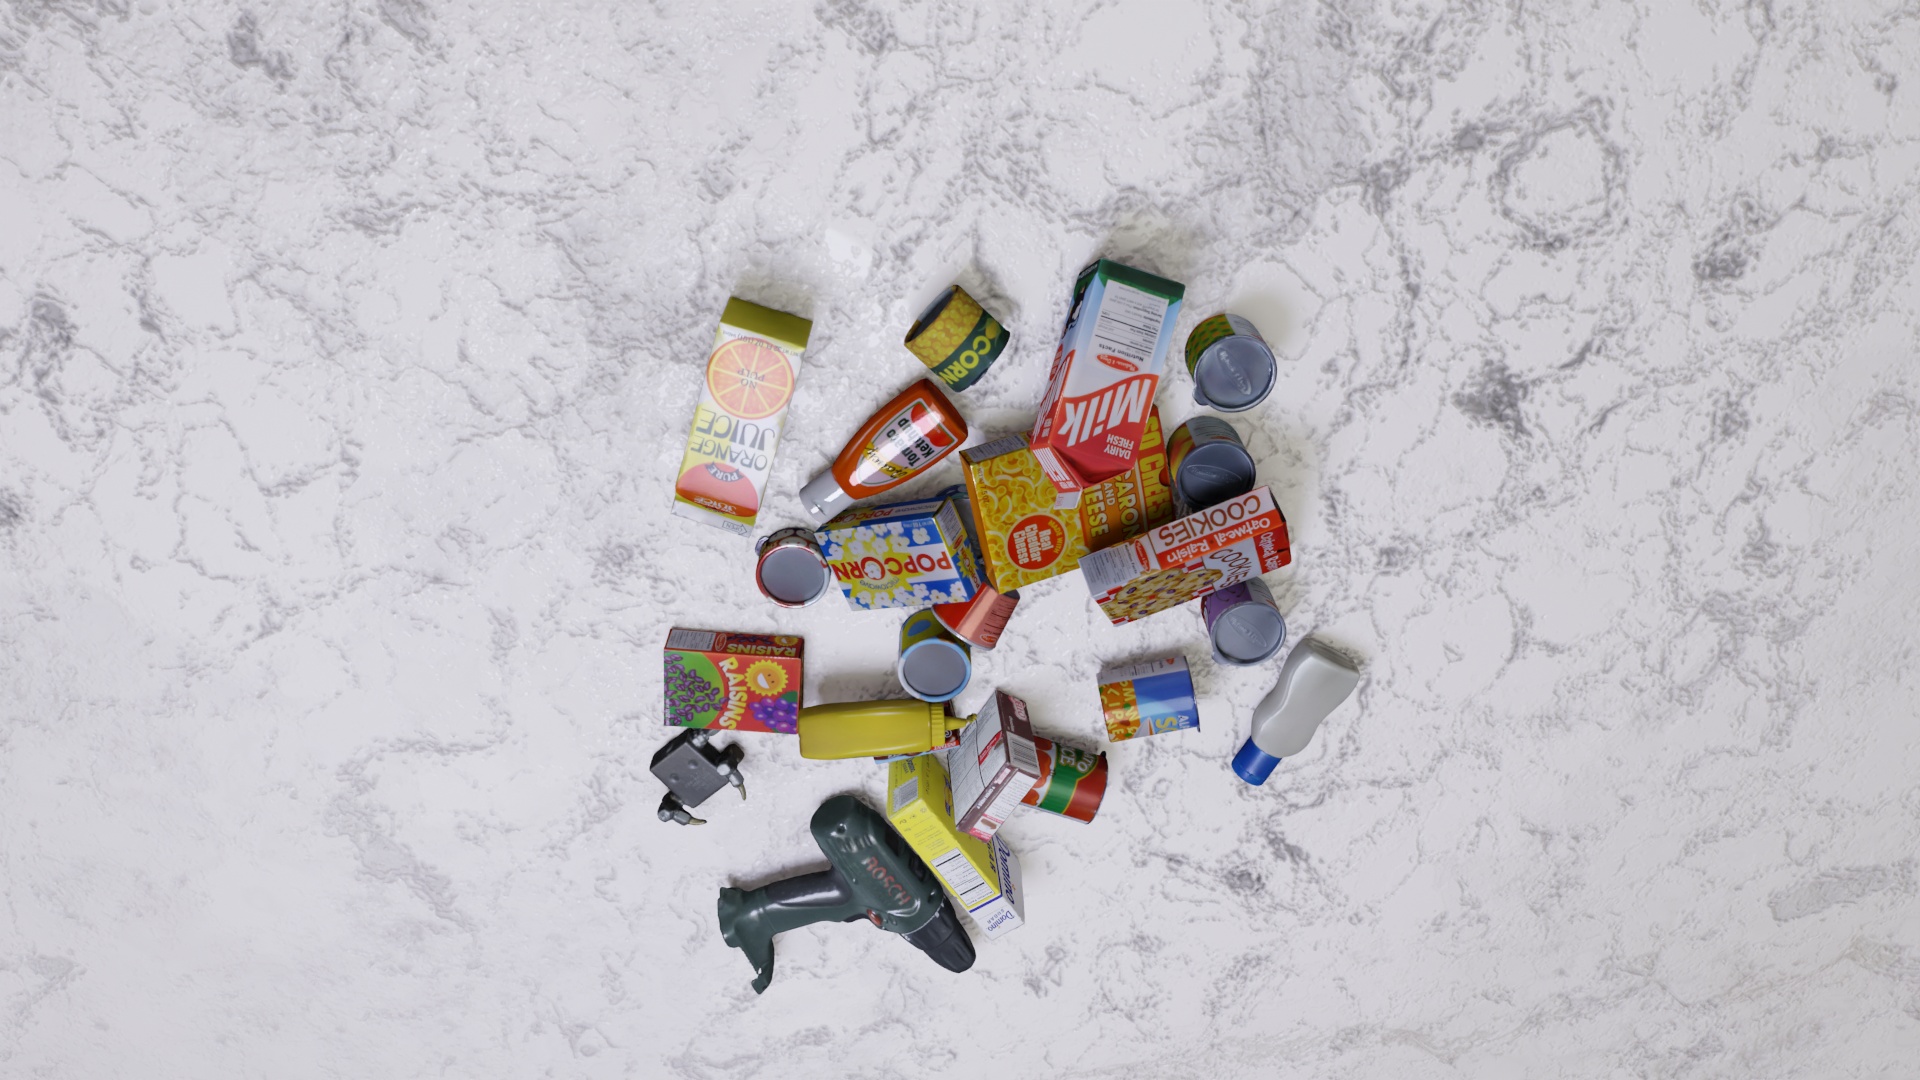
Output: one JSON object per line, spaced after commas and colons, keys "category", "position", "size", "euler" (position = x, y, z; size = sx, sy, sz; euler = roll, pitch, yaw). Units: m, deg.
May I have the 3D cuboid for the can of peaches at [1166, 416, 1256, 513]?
{"category": "can of peaches", "position": [0.209, -0.062, 1.169], "size": [0.071, 0.058, 0.071], "euler": [-1, 117, -1]}

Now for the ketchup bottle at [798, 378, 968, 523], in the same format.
{"category": "ketchup bottle", "position": [-0.068, -0.070, 1.167], "size": [0.148, 0.044, 0.064], "euler": [-35, 111, 15]}

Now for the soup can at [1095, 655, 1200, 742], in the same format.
{"category": "soup can", "position": [0.171, 0.147, 1.264], "size": [0.084, 0.071, 0.071], "euler": [-12, 116, 5]}

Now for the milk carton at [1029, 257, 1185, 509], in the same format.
{"category": "milk carton", "position": [0.108, -0.116, 1.091], "size": [0.073, 0.072, 0.190], "euler": [17, 87, -9]}

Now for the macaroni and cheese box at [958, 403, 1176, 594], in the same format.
{"category": "macaroni and cheese box", "position": [0.094, -0.038, 1.167], "size": [0.167, 0.040, 0.123], "euler": [-17, 116, -8]}

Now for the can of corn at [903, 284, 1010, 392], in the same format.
{"category": "can of corn", "position": [-0.004, -0.160, 1.109], "size": [0.058, 0.071, 0.071], "euler": [41, 109, -18]}

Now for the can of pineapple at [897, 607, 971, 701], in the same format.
{"category": "can of pineapple", "position": [-0.021, 0.102, 1.243], "size": [0.071, 0.058, 0.070], "euler": [-1, 116, -1]}

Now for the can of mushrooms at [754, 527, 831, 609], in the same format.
{"category": "can of mushrooms", "position": [-0.148, 0.024, 1.216], "size": [0.071, 0.033, 0.070], "euler": [-1, 117, -1]}

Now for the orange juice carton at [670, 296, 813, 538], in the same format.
{"category": "orange juice carton", "position": [-0.182, -0.093, 1.136], "size": [0.072, 0.073, 0.191], "euler": [16, 115, -9]}

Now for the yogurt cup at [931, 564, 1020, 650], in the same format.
{"category": "yogurt cup", "position": [0.016, 0.056, 1.220], "size": [0.072, 0.072, 0.054], "euler": [31, 104, -15]}

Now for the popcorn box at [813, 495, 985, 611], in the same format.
{"category": "popcorn box", "position": [-0.052, 0.013, 1.182], "size": [0.126, 0.038, 0.085], "euler": [-7, 120, 32]}

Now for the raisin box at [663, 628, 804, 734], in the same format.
{"category": "raisin box", "position": [-0.205, 0.129, 1.263], "size": [0.123, 0.040, 0.085], "euler": [4, 116, -2]}

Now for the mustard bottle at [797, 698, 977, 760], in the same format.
{"category": "mustard bottle", "position": [-0.064, 0.167, 1.240], "size": [0.160, 0.065, 0.048], "euler": [-3, 93, -3]}

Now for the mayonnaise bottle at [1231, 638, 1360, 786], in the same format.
{"category": "mayonnaise bottle", "position": [0.305, 0.163, 1.291], "size": [0.065, 0.041, 0.147], "euler": [25, 114, -11]}

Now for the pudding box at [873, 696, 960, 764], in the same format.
{"category": "pudding box", "position": [-0.046, 0.174, 1.293], "size": [0.084, 0.030, 0.049], "euler": [-12, 116, 5]}

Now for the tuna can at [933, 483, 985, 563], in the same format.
{"category": "tuna can", "position": [0.004, -0.015, 1.201], "size": [0.071, 0.033, 0.070], "euler": [-1, 116, -1]}

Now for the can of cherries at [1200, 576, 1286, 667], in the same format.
{"category": "can of cherries", "position": [0.248, 0.071, 1.234], "size": [0.071, 0.058, 0.071], "euler": [-1, 117, -2]}

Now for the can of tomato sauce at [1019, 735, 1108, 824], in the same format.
{"category": "can of tomato sauce", "position": [0.088, 0.221, 1.300], "size": [0.083, 0.071, 0.071], "euler": [18, 114, -9]}

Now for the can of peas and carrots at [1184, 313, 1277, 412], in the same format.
{"category": "can of peas and carrots", "position": [0.217, -0.143, 1.129], "size": [0.071, 0.059, 0.070], "euler": [0, 116, 0]}

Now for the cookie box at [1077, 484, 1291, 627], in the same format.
{"category": "cookie box", "position": [0.194, 0.017, 1.177], "size": [0.167, 0.122, 0.040], "euler": [-21, 70, 9]}
